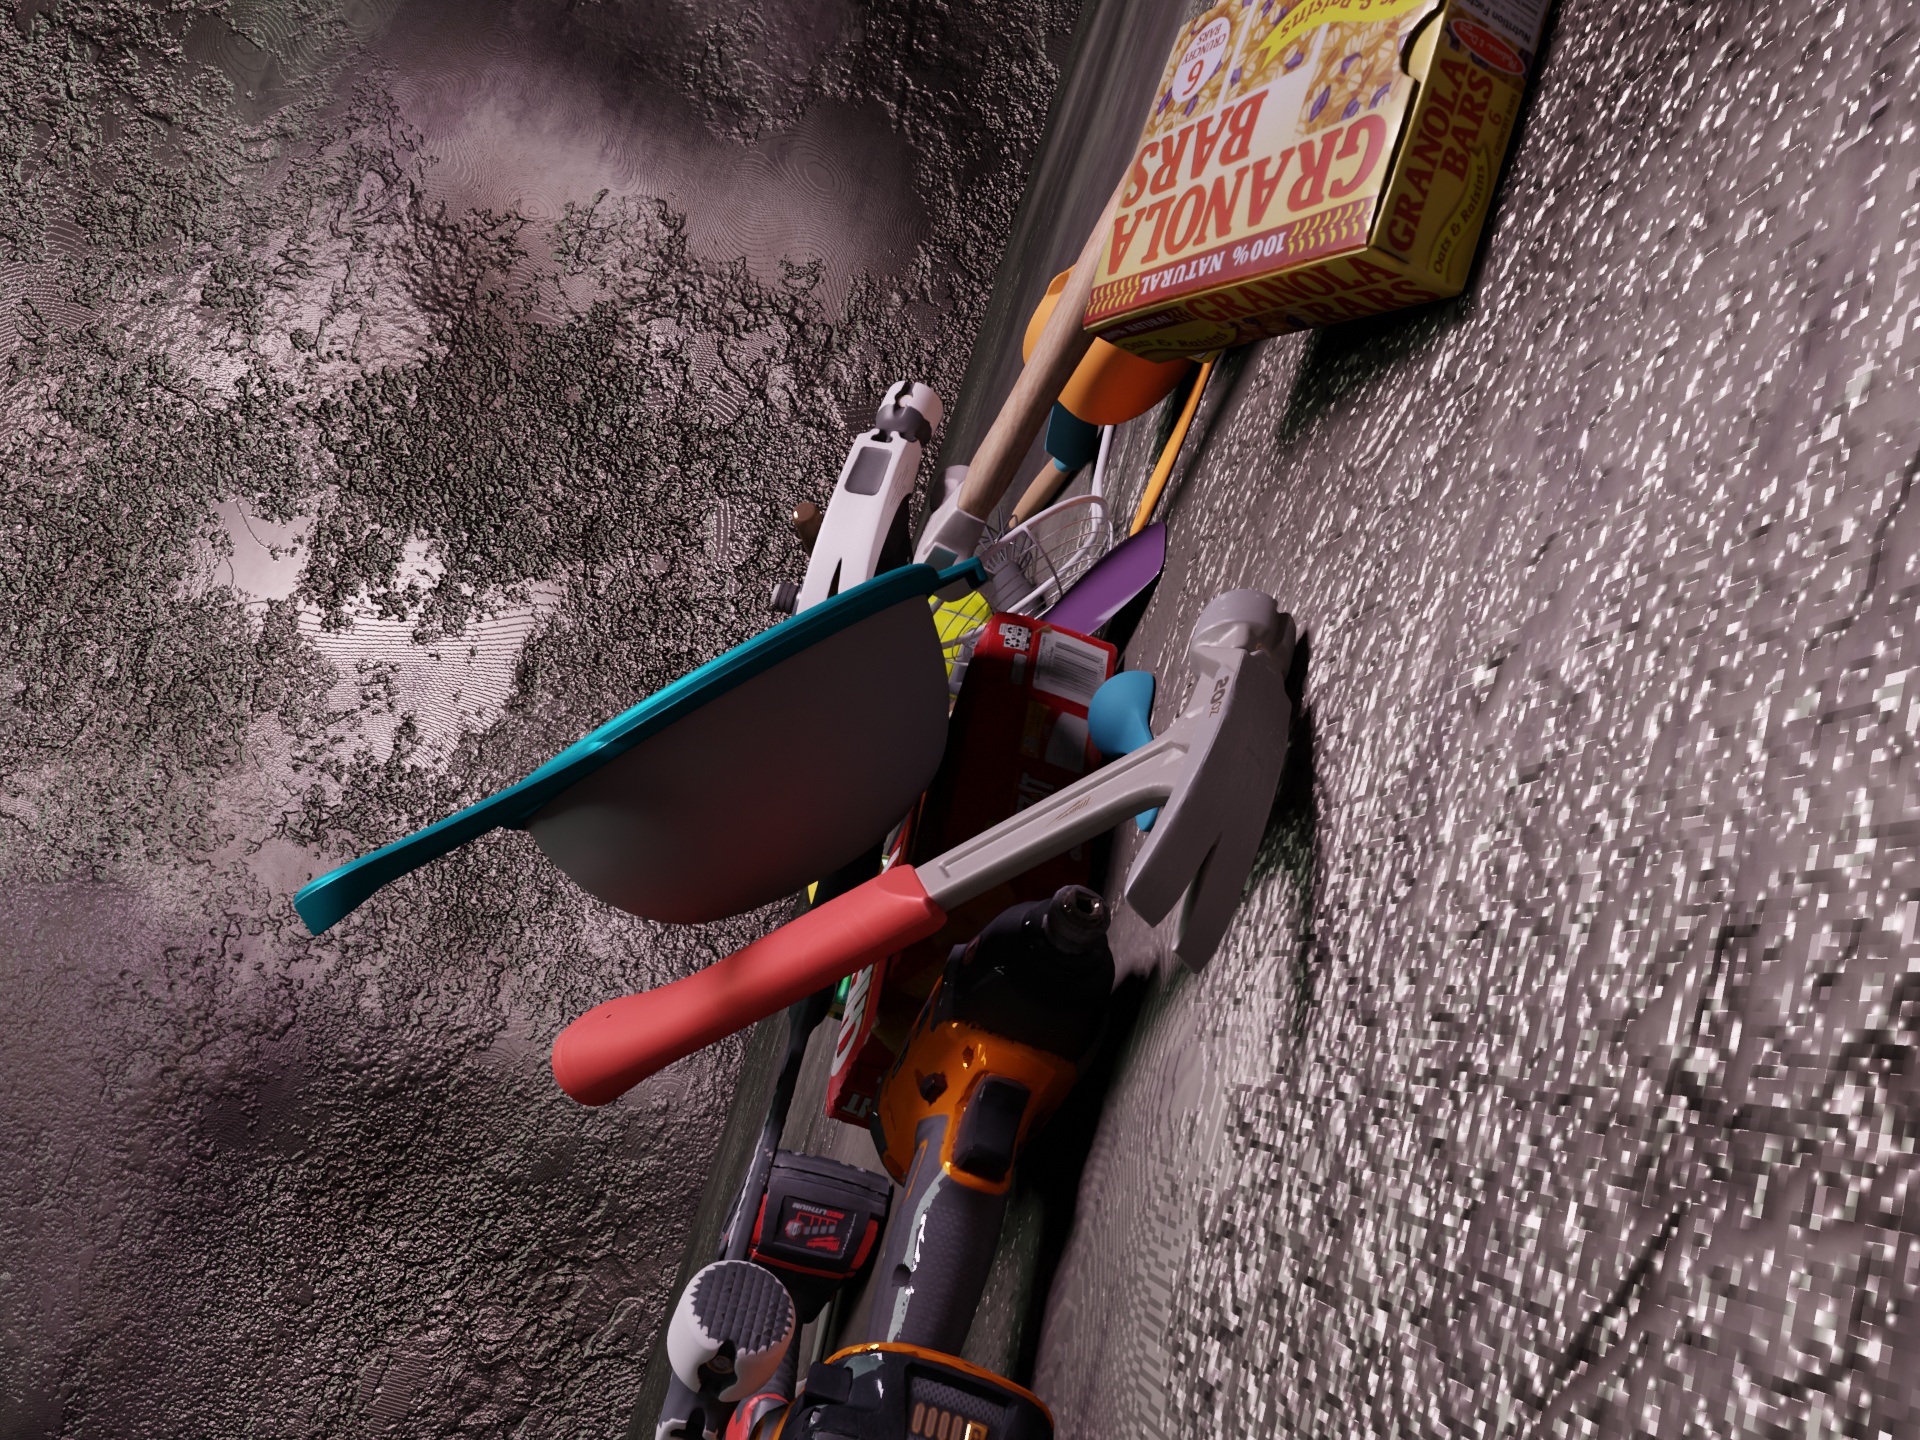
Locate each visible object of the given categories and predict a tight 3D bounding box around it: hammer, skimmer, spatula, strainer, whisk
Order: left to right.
[{"bbox_3d":[-0.106,0.041,0.619,0.211,0.095,0.340,-30,2,28],"label":"strainer"},{"bbox_3d":[-0.067,0.134,0.679,0.409,0.036,0.149,-77,9,-57],"label":"hammer"},{"bbox_3d":[-0.039,0.079,0.552,0.359,0.036,0.149,-31,20,38],"label":"hammer"},{"bbox_3d":[-0.028,-0.027,0.934,0.334,0.035,0.146,78,-153,-54],"label":"hammer"},{"bbox_3d":[-0.001,-0.003,0.841,0.316,0.018,0.060,-41,25,34],"label":"spatula"},{"bbox_3d":[0.035,-0.105,1.129,0.239,0.055,0.055,-102,31,-69],"label":"whisk"},{"bbox_3d":[0.059,-0.183,1.137,0.317,0.044,0.082,139,146,-79],"label":"spatula"},{"bbox_3d":[0.061,-0.188,0.931,0.127,0.090,0.364,119,167,-61],"label":"skimmer"},{"bbox_3d":[0.055,-0.183,0.706,0.331,0.031,0.130,-58,13,37],"label":"hammer"}]

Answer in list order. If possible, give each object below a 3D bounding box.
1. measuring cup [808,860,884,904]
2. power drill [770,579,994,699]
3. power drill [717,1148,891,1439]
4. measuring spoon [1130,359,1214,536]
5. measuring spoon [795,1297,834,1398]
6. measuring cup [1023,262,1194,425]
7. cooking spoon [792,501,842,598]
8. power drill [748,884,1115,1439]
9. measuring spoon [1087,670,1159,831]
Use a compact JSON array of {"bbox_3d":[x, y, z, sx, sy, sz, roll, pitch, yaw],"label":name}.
[{"bbox_3d":[-0.051,0.133,0.901,0.062,0.029,0.156,-69,-33,-57],"label":"measuring cup"},{"bbox_3d":[-0.045,-0.070,1.149,0.223,0.171,0.080,-97,26,-82],"label":"power drill"},{"bbox_3d":[-0.095,0.345,0.839,0.187,0.080,0.227,115,168,-45],"label":"power drill"},{"bbox_3d":[0.105,-0.143,0.792,0.021,0.011,0.117,-86,16,-65],"label":"measuring spoon"},{"bbox_3d":[-0.091,0.372,0.963,0.034,0.018,0.124,115,171,-45],"label":"measuring spoon"},{"bbox_3d":[0.111,-0.220,0.794,0.173,0.052,0.095,-43,-23,16],"label":"measuring cup"},{"bbox_3d":[-0.051,-0.037,0.944,0.318,0.017,0.069,67,-153,-62],"label":"cooking spoon"},{"bbox_3d":[0.000,0.168,0.526,0.227,0.084,0.164,-73,6,-48],"label":"power drill"},{"bbox_3d":[0.065,0.012,0.646,0.129,0.021,0.042,-85,15,-69],"label":"measuring spoon"}]
